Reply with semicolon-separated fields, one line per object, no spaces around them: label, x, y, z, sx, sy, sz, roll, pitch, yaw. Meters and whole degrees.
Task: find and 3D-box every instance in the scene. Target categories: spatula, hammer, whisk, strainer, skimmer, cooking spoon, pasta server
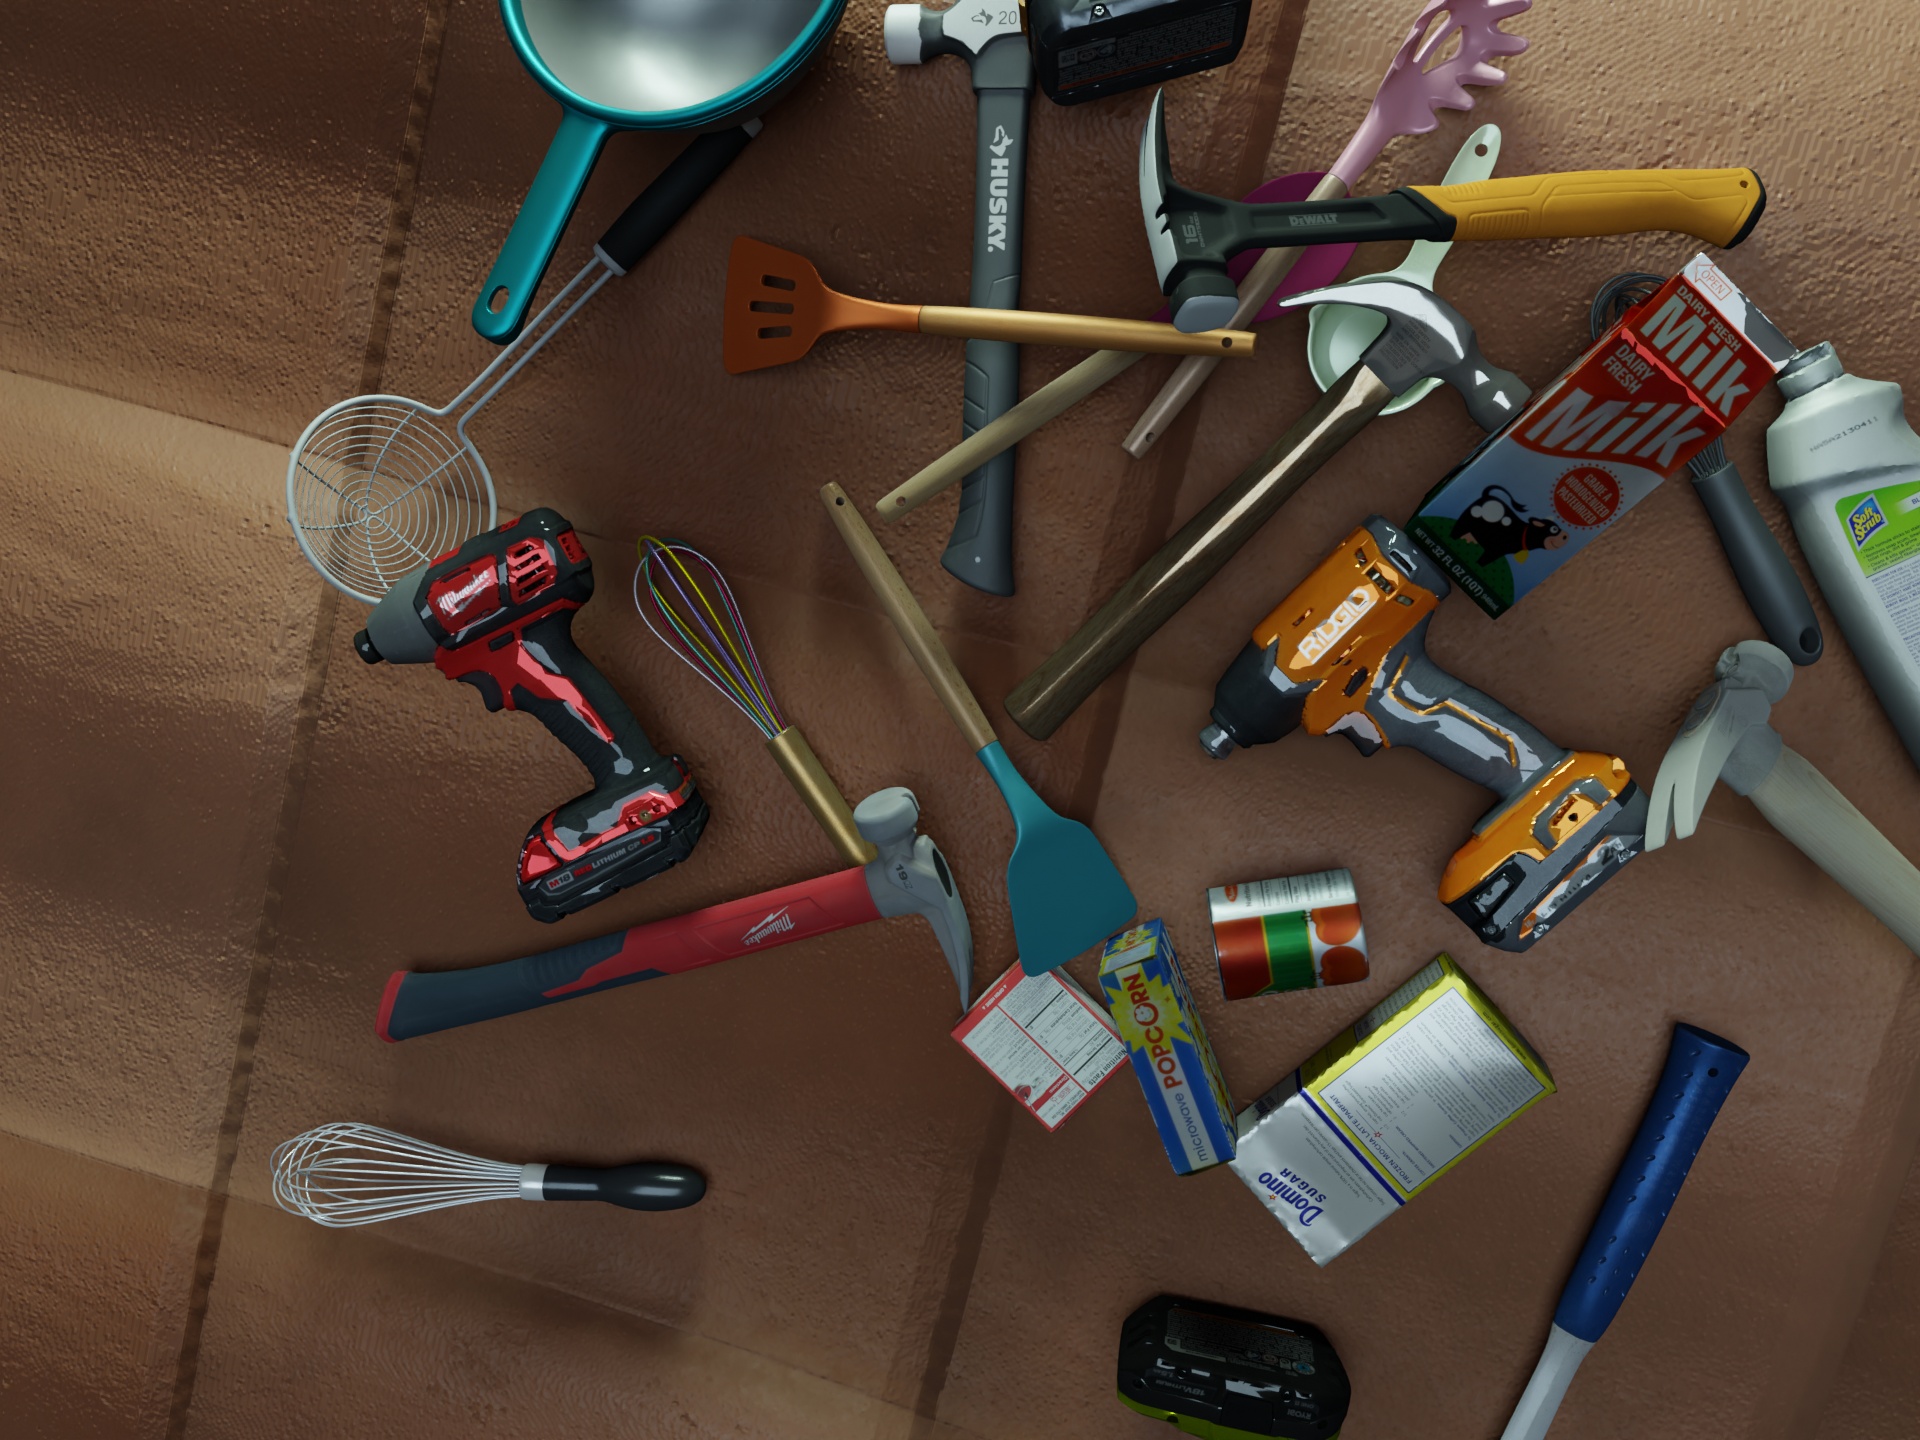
spatula;-0.002;-0.003;0.947;0.082;0.044;0.317;-29;84;-15
hammer;0.145;-0.110;0.889;0.130;0.031;0.331;44;110;-4
hammer;0.258;-0.269;0.824;0.337;0.034;0.127;-6;71;-11
whisk;-0.123;-0.010;0.967;0.047;0.051;0.245;-31;95;32
strainer;-0.171;-0.355;0.889;0.211;0.095;0.340;27;92;15
whisk;0.411;-0.135;0.865;0.055;0.055;0.239;-28;96;11
whisk;-0.304;0.294;1.019;0.284;0.070;0.070;1;97;4
skimmer;-0.245;-0.220;0.933;0.363;0.090;0.127;-43;121;8
hammer;0.025;-0.239;0.916;0.146;0.035;0.335;3;97;9
spatula;0.005;-0.222;0.889;0.323;0.041;0.081;9;102;17
hammer;0.539;0.140;0.847;0.410;0.038;0.146;42;59;-2
hammer;-0.184;0.155;0.986;0.386;0.038;0.143;-16;111;14
hammer;0.361;0.369;0.932;0.144;0.035;0.405;22;99;6
cooking spoon;0.087;-0.204;0.893;0.319;0.017;0.068;-34;104;0
pasta server;0.193;-0.271;0.868;0.060;0.040;0.316;35;95;-30

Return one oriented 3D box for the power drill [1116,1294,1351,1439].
power drill;0.134;0.475;0.960;0.190;0.080;0.228;9;100;7

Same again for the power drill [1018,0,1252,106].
power drill;0.095;-0.460;0.844;0.185;0.084;0.226;-14;78;2

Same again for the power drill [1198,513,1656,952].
power drill;0.253;0.019;0.889;0.164;0.084;0.226;-45;84;12

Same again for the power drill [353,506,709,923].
power drill;-0.252;-0.001;0.941;0.143;0.078;0.219;-25;101;3

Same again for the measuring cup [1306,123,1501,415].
measuring cup;0.251;-0.247;0.879;0.083;0.038;0.167;28;98;5
